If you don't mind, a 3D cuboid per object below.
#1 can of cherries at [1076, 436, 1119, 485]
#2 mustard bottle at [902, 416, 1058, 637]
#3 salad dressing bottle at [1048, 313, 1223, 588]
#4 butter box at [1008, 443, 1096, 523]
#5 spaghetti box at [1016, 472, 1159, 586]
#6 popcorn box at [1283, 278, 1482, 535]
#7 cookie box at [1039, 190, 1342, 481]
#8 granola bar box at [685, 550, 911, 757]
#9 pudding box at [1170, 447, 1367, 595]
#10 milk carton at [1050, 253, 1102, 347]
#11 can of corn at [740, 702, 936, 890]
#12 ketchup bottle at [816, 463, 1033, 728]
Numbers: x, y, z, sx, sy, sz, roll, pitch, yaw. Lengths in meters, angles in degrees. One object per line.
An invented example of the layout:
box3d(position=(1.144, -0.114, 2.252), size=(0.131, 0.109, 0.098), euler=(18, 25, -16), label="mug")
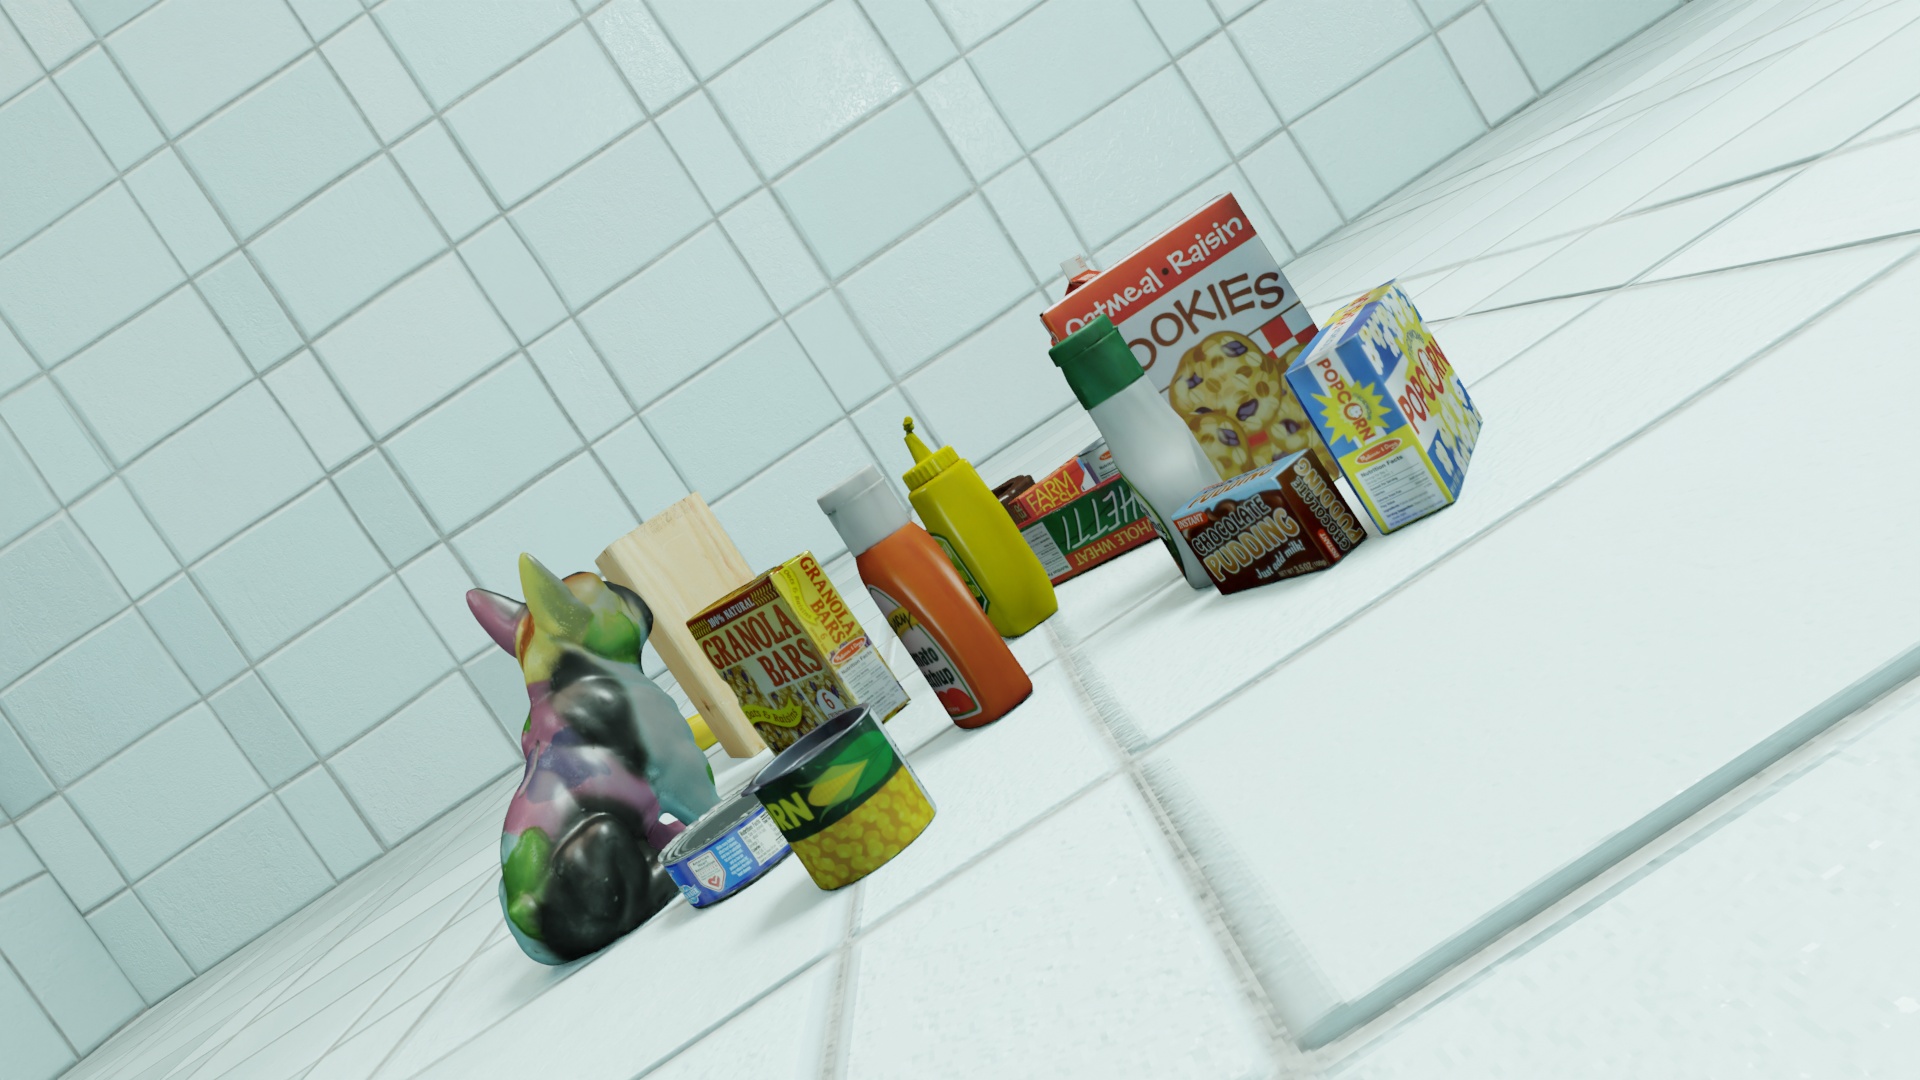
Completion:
box3d(position=(0.140, -0.065, 1.151), size=(0.071, 0.058, 0.071), euler=(-33, 5, 3), label="can of cherries")
box3d(position=(0.003, -0.011, 0.917), size=(0.049, 0.160, 0.065), euler=(-35, 5, -14), label="mustard bottle")
box3d(position=(0.100, -0.047, 0.721), size=(0.044, 0.147, 0.064), euler=(-32, 5, 12), label="salad dressing bottle")
box3d(position=(0.097, -0.040, 1.216), size=(0.104, 0.053, 0.024), euler=(-35, 5, -21), label="butter box")
box3d(position=(0.094, -0.010, 0.968), size=(0.249, 0.050, 0.029), euler=(-28, 7, 45), label="spaghetti box")
box3d(position=(0.198, -0.066, 0.642), size=(0.038, 0.085, 0.127), euler=(-30, 6, 32), label="popcorn box")
box3d(position=(0.139, -0.090, 0.776), size=(0.123, 0.167, 0.040), euler=(-33, 5, 1), label="cookie box")
box3d(position=(-0.119, 0.084, 0.973), size=(0.039, 0.124, 0.165), euler=(-36, 6, -33), label="granola bar box")
box3d(position=(0.142, -0.008, 0.647), size=(0.030, 0.049, 0.083), euler=(-36, 6, -28), label="pudding box")
box3d(position=(0.128, -0.117, 0.975), size=(0.073, 0.190, 0.072), euler=(-32, 5, 22), label="milk carton")
box3d(position=(-0.055, 0.118, 0.631), size=(0.071, 0.058, 0.071), euler=(-33, 5, 3), label="can of corn")
box3d(position=(-0.021, 0.029, 0.745), size=(0.044, 0.148, 0.064), euler=(-35, 5, -23), label="ketchup bottle")
